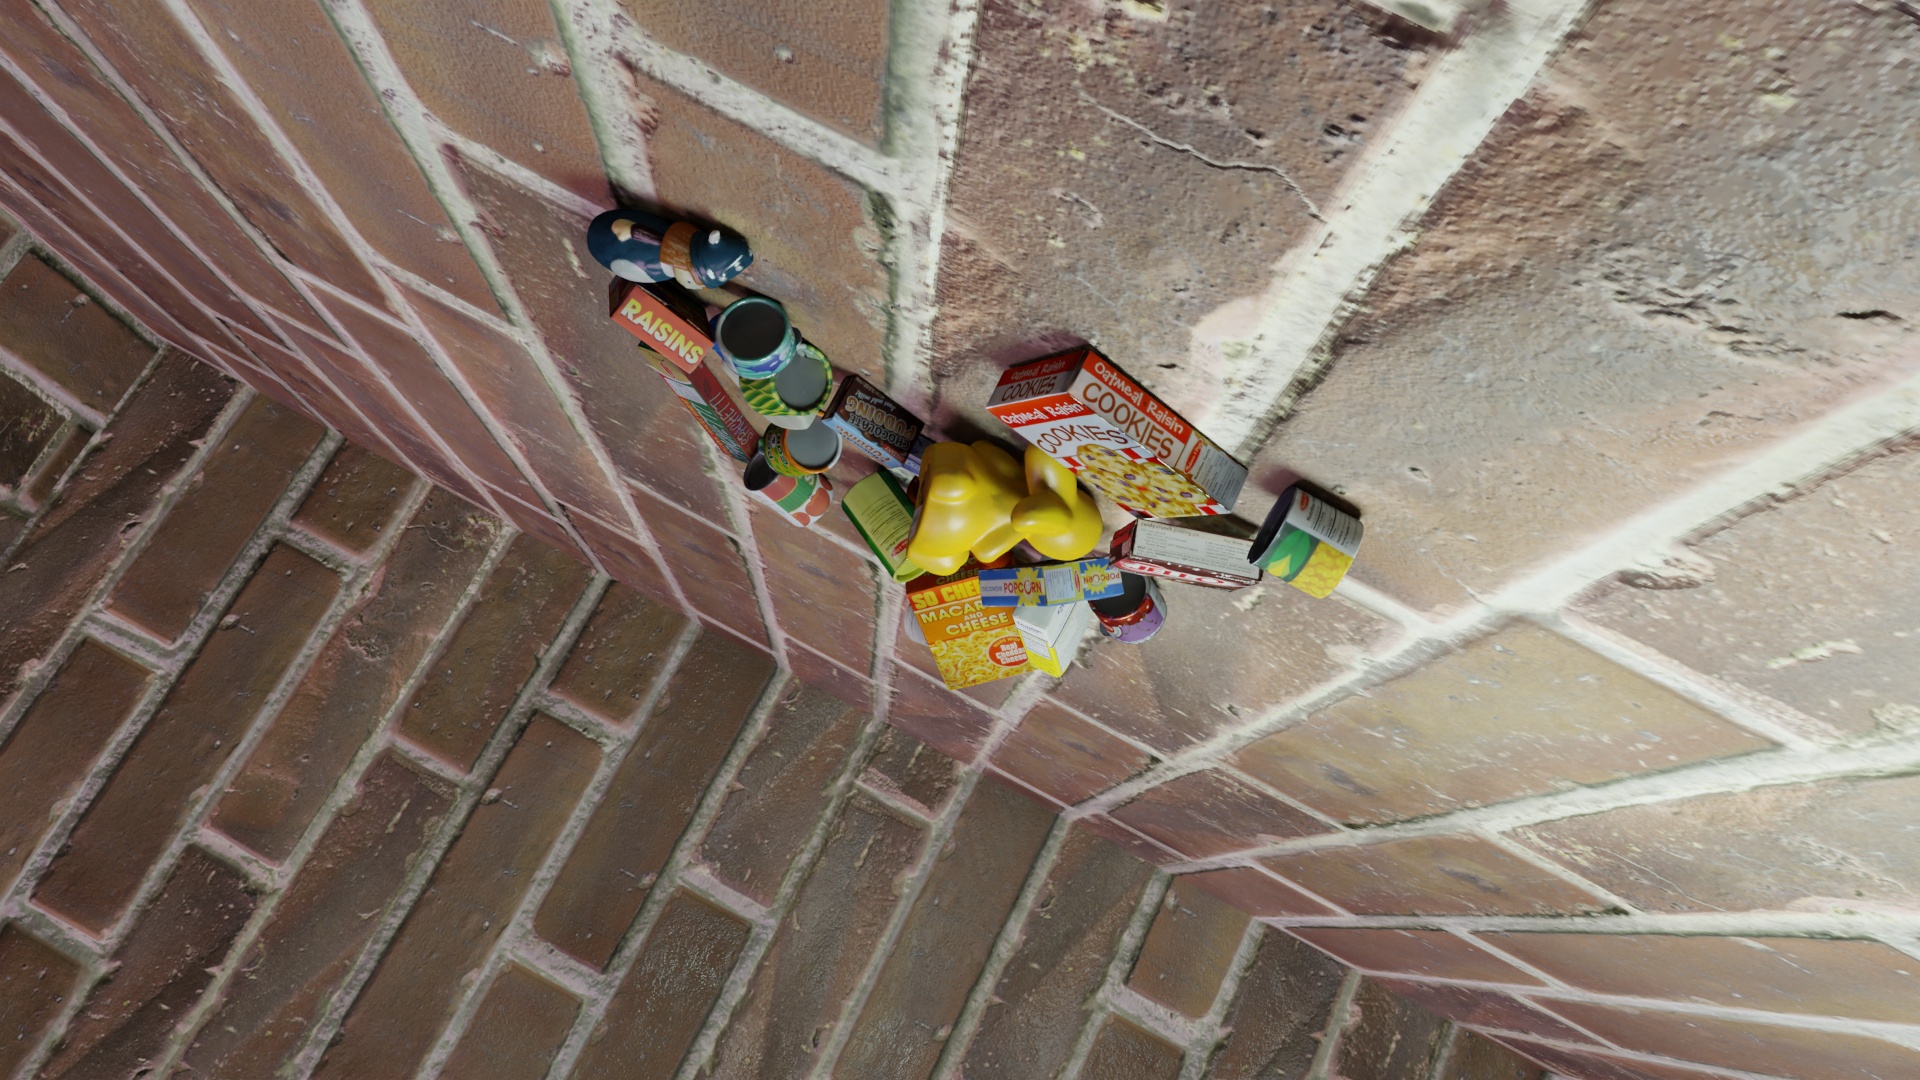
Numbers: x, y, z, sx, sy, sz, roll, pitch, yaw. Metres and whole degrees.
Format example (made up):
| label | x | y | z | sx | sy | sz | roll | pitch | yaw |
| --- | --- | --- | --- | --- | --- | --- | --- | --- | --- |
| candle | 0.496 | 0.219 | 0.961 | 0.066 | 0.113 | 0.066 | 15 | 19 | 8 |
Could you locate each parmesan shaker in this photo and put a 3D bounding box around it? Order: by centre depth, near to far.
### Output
| label | x | y | z | sx | sy | sz | roll | pitch | yaw |
| --- | --- | --- | --- | --- | --- | --- | --- | --- | --- |
| parmesan shaker | -0.069 | -0.017 | 1.463 | 0.103 | 0.071 | 0.071 | 53 | 172 | 20 |

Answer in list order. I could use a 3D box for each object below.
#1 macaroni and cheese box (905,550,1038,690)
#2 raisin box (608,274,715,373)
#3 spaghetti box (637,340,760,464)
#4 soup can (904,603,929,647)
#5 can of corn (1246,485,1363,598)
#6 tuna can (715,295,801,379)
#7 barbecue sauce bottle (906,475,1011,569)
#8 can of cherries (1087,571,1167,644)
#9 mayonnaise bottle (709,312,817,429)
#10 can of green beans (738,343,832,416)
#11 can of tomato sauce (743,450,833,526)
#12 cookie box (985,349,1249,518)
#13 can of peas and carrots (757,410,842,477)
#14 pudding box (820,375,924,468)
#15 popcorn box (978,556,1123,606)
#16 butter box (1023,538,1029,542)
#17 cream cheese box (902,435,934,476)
| label | x | y | z | sx | sy | sz | roll | pitch | yaw |
| --- | --- | --- | --- | --- | --- | --- | --- | --- | --- |
| macaroni and cheese box | 0.020 | 0.089 | 1.558 | 0.124 | 0.040 | 0.165 | -15 | 131 | 8 |
| raisin box | -0.265 | -0.201 | 1.230 | 0.086 | 0.040 | 0.124 | 37 | -170 | -25 |
| spaghetti box | -0.278 | -0.152 | 1.522 | 0.050 | 0.029 | 0.249 | 22 | 164 | 21 |
| soup can | -0.014 | 0.101 | 1.665 | 0.084 | 0.071 | 0.071 | 17 | 161 | 42 |
| can of corn | 0.253 | 0.003 | 1.022 | 0.058 | 0.071 | 0.071 | 28 | 164 | 0 |
| tuna can | -0.174 | -0.176 | 1.200 | 0.071 | 0.071 | 0.032 | 25 | 163 | 12 |
| barbecue sauce bottle | 0.005 | -0.018 | 1.434 | 0.065 | 0.044 | 0.148 | 22 | 165 | 39 |
| can of cherries | 0.162 | 0.062 | 1.368 | 0.071 | 0.071 | 0.058 | 18 | 161 | 32 |
| mayonnaise bottle | -0.192 | -0.161 | 1.324 | 0.065 | 0.041 | 0.147 | 17 | 160 | 30 |
| can of green beans | -0.158 | -0.146 | 1.263 | 0.071 | 0.071 | 0.058 | 39 | 161 | -34 |
| can of tomato sauce | -0.195 | -0.065 | 1.595 | 0.071 | 0.071 | 0.083 | 12 | 158 | 46 |
| cookie box | 0.117 | -0.077 | 1.056 | 0.167 | 0.040 | 0.123 | 34 | 164 | -23 |
| can of peas and carrots | -0.164 | -0.099 | 1.419 | 0.071 | 0.071 | 0.058 | 35 | 162 | -23 |
| pudding box | -0.081 | -0.108 | 1.280 | 0.083 | 0.050 | 0.030 | 35 | 162 | -23 |
| popcorn box | 0.083 | 0.039 | 1.316 | 0.085 | 0.038 | 0.126 | -7 | -179 | -28 |
| butter box | 0.069 | -0.016 | 1.365 | 0.103 | 0.024 | 0.053 | 26 | 165 | 8 |
| cream cheese box | -0.052 | -0.088 | 1.344 | 0.104 | 0.024 | 0.053 | 28 | 164 | 1 |
